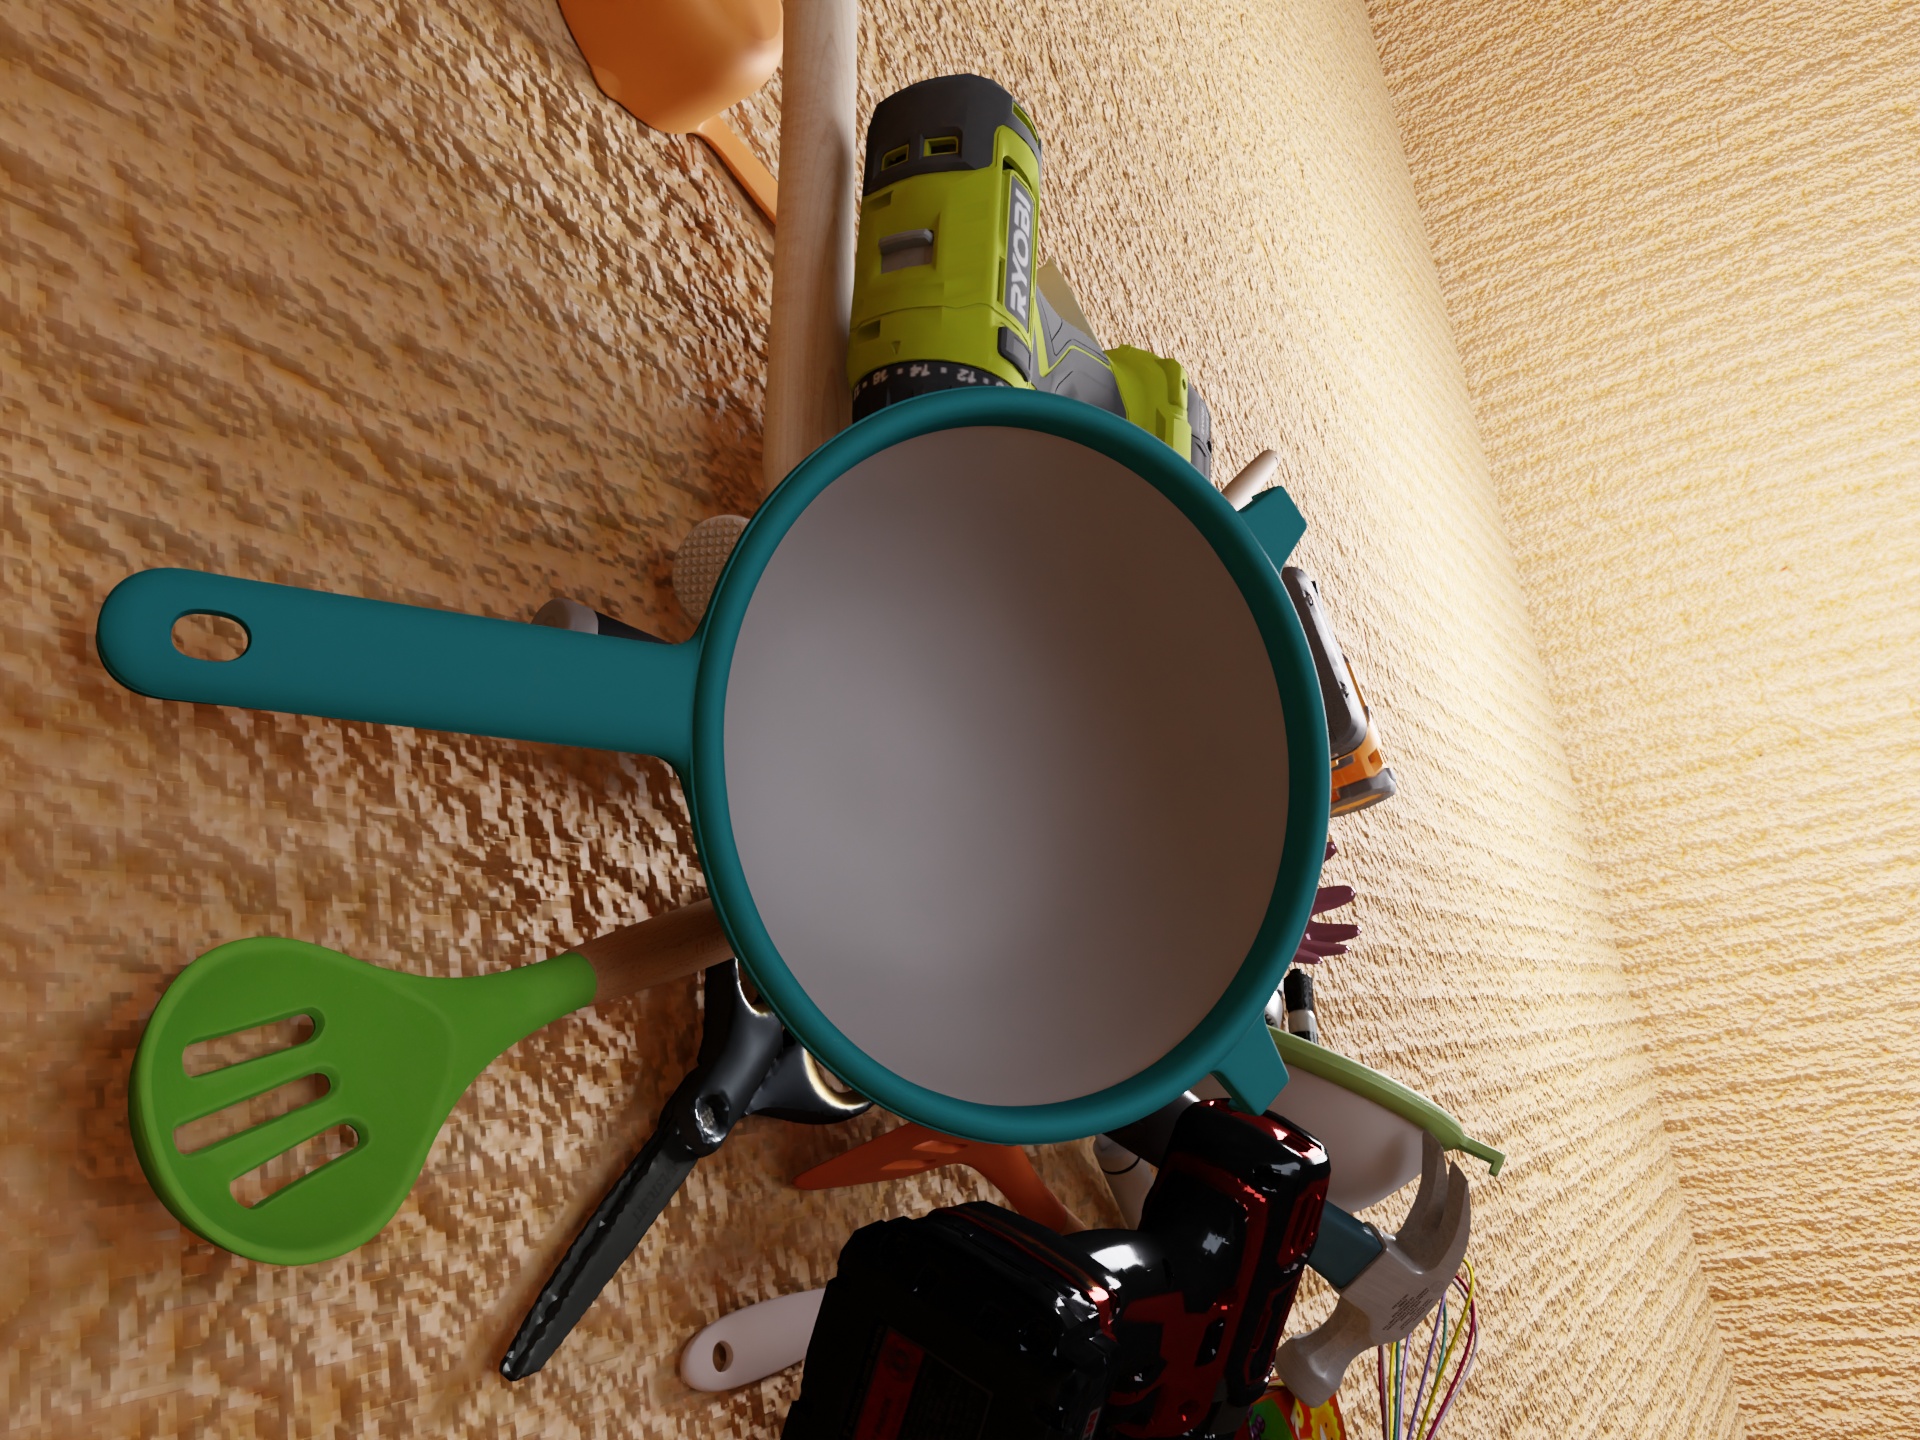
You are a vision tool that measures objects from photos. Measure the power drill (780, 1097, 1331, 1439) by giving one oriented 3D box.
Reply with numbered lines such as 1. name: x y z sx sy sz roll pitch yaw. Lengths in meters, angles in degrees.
1. power drill: 0.038 0.226 0.512 0.226 0.080 0.188 7 102 -57

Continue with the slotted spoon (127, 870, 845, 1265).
1. slotted spoon: -0.088 0.067 0.440 0.313 0.031 0.070 -13 79 -61

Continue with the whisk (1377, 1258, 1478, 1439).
1. whisk: 0.214 0.349 0.763 0.051 0.047 0.245 66 33 -22

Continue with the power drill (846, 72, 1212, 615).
1. power drill: 0.028 -0.108 0.625 0.228 0.080 0.191 31 58 -59

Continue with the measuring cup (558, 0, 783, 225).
1. measuring cup: -0.083 -0.250 0.624 0.173 0.052 0.095 46 37 -39

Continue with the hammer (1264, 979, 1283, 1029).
1. hammer: 0.091 -0.026 0.850 0.408 0.036 0.149 63 27 -19

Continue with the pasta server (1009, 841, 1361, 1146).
1. pasta server: 0.090 0.094 0.596 0.316 0.040 0.060 -16 83 -62

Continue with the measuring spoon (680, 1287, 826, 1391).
1. measuring spoon: -0.041 0.185 0.489 0.124 0.018 0.034 12 64 -59

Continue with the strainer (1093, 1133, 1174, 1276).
1. strainer: 0.061 0.174 0.667 0.087 0.050 0.258 -35 119 -21

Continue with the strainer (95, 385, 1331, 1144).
1. strainer: -0.052 0.006 0.448 0.340 0.095 0.211 9 80 -28

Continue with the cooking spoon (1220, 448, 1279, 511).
1. cooking spoon: 0.146 -0.116 0.892 0.068 0.017 0.319 69 27 -12

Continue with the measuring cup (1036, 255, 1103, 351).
1. measuring cup: 0.043 -0.214 0.857 0.083 0.038 0.168 57 7 -27

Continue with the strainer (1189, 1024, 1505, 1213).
1. strainer: 0.115 0.171 0.730 0.256 0.151 0.069 31 74 -28

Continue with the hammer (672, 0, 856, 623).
1. hammer: -0.049 -0.229 0.597 0.146 0.038 0.411 11 78 -65

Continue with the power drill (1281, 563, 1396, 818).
1. power drill: 0.216 -0.036 1.038 0.226 0.084 0.185 20 49 -66

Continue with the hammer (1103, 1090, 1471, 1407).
1. hammer: 0.095 0.173 0.638 0.330 0.128 0.033 40 8 -30

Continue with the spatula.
1. spatula: 0.045 0.209 0.610 0.322 0.081 0.041 54 14 -42

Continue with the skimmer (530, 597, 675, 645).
1. skimmer: -0.001 -0.002 0.597 0.363 0.127 0.090 24 70 -46
